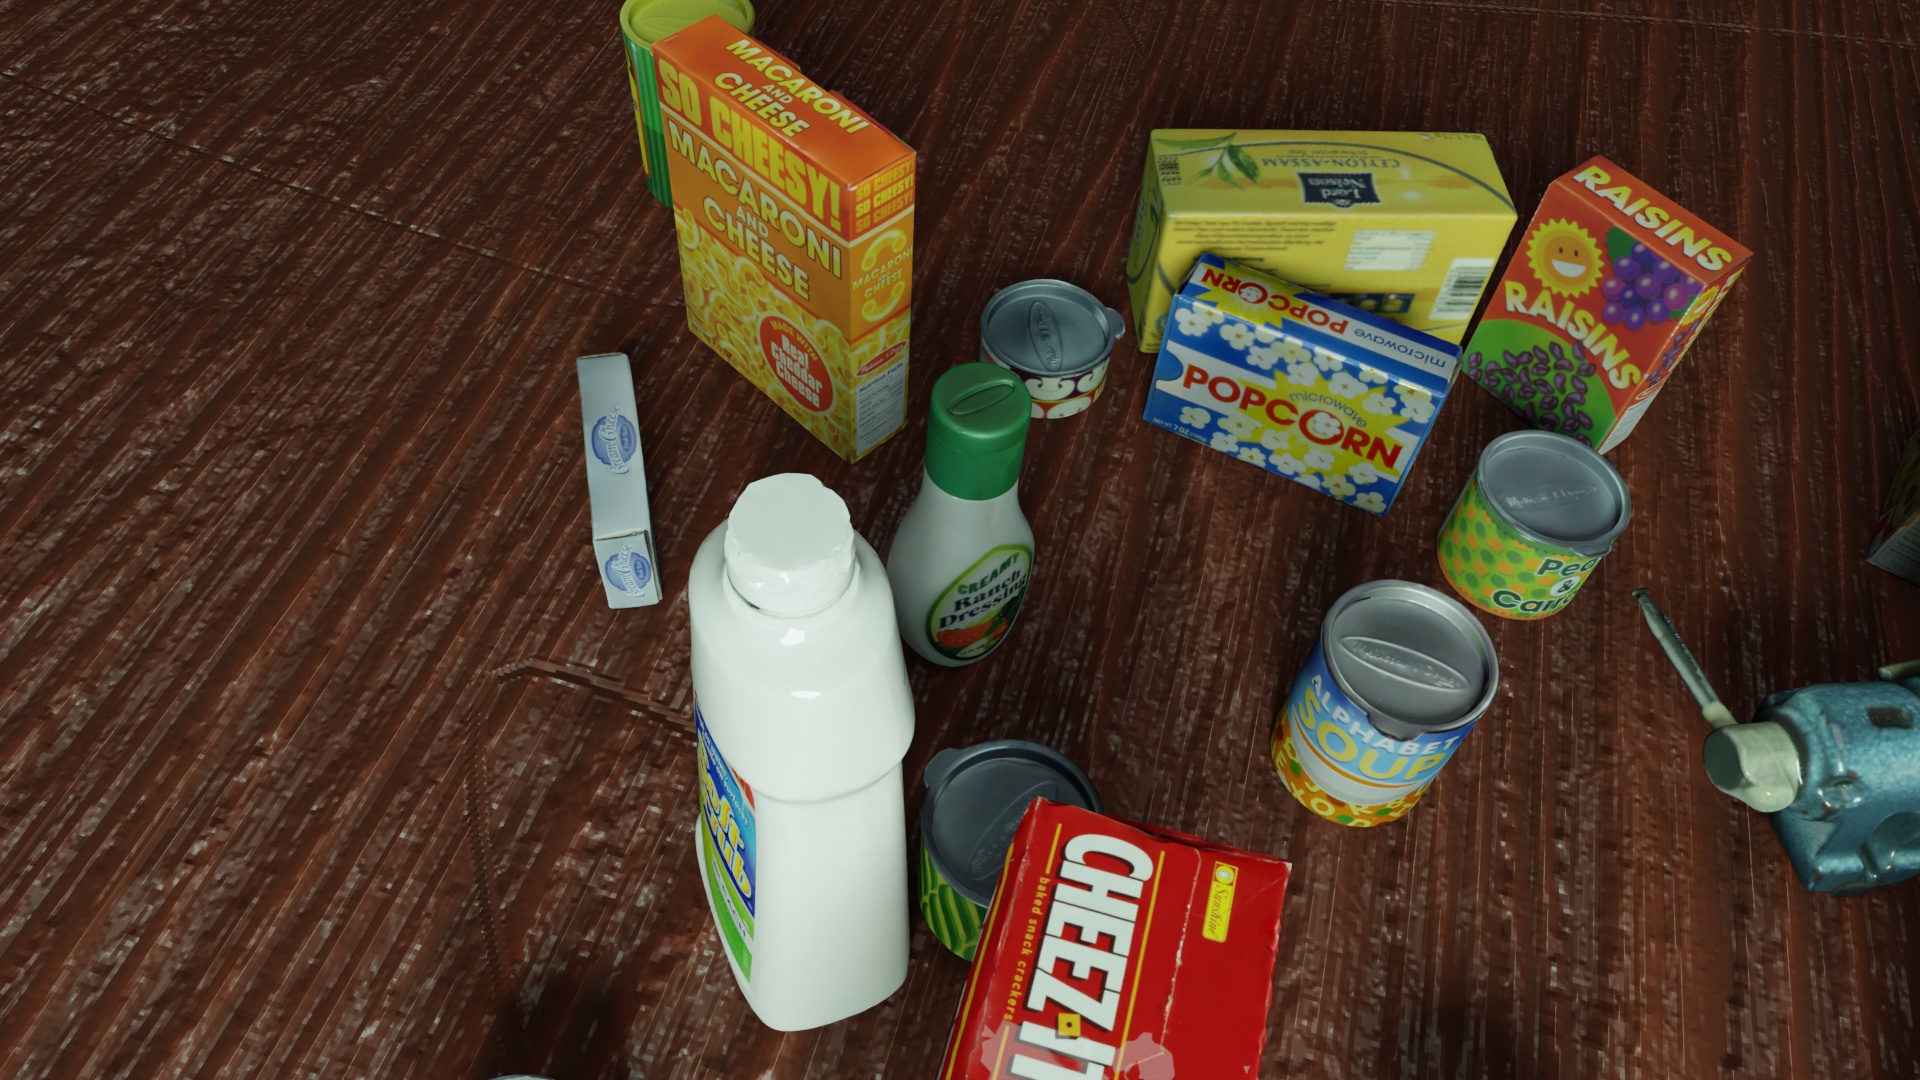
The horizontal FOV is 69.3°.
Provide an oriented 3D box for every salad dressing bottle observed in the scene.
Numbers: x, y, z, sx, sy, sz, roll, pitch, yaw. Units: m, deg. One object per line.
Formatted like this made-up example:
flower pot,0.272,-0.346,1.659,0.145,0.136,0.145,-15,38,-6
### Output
salad dressing bottle,0.002,-0.007,0.546,0.064,0.146,0.044,-26,59,-22

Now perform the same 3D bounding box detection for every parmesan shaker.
parmesan shaker,-0.140,-0.229,0.730,0.071,0.102,0.071,2,53,-3

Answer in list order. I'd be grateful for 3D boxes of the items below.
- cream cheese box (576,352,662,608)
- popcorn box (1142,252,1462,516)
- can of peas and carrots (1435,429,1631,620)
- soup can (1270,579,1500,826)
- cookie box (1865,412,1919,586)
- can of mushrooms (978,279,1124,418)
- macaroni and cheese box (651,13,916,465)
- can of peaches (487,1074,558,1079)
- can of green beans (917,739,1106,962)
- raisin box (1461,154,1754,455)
cream cheese box,-0.149,-0.027,0.607,0.024,0.053,0.104,-9,54,-11
popcorn box,0.156,-0.072,0.647,0.127,0.084,0.038,24,55,13
can of peas and carrots,0.255,-0.005,0.621,0.071,0.058,0.071,2,53,-3
soup can,0.162,0.067,0.543,0.071,0.083,0.072,2,53,-3
cookie box,0.486,-0.069,0.621,0.040,0.166,0.123,31,57,18
can of mushrooms,0.044,-0.095,0.687,0.071,0.033,0.071,2,53,-3
macaroni and cheese box,-0.077,-0.130,0.621,0.124,0.165,0.040,40,60,23
can of peaches,-0.137,0.206,0.430,0.071,0.057,0.071,2,53,-3
can of green beans,0.017,0.116,0.511,0.071,0.057,0.071,2,53,-3
raisin box,0.302,-0.108,0.662,0.040,0.122,0.086,-30,61,-24
